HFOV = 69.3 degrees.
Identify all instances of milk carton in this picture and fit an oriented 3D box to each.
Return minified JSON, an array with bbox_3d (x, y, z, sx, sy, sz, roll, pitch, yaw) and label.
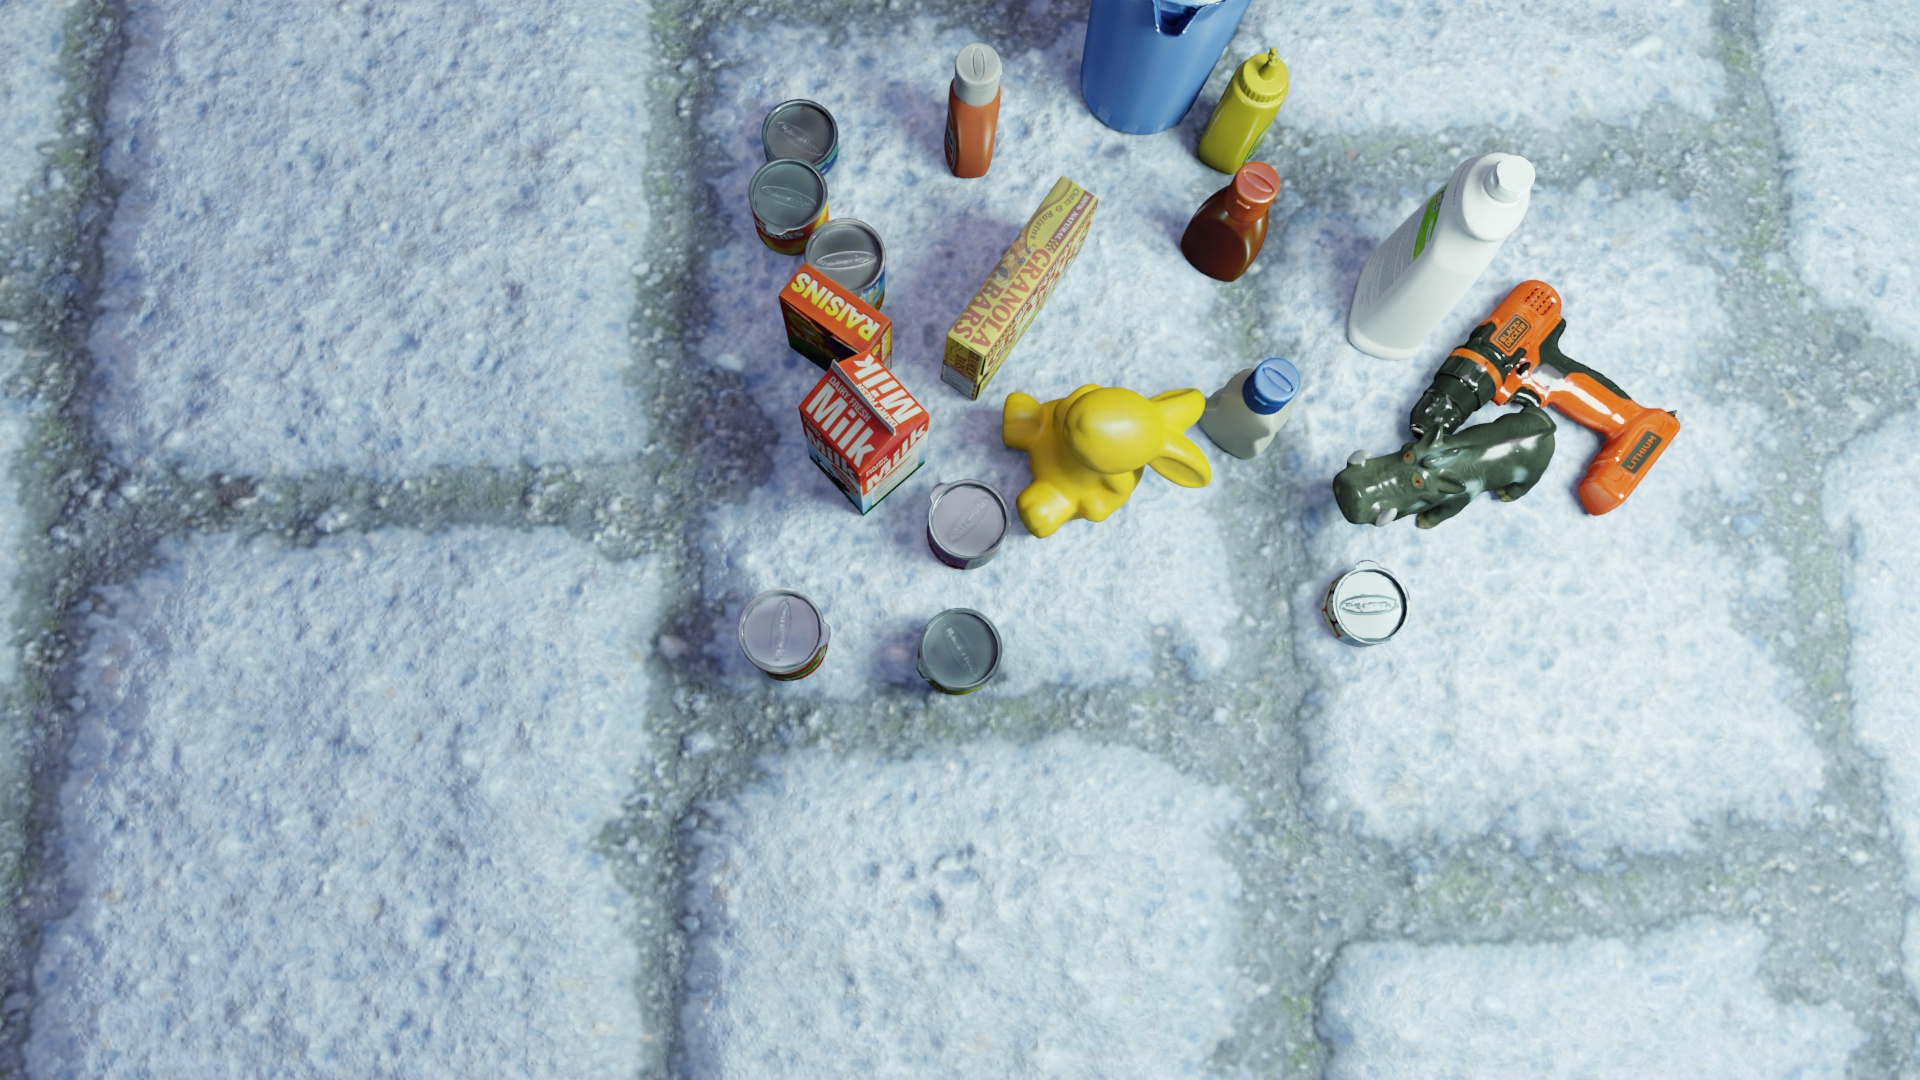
[{"bbox_3d":[-0.074,-0.086,1.085,0.073,0.190,0.072,-41,84,-9],"label":"milk carton"}]

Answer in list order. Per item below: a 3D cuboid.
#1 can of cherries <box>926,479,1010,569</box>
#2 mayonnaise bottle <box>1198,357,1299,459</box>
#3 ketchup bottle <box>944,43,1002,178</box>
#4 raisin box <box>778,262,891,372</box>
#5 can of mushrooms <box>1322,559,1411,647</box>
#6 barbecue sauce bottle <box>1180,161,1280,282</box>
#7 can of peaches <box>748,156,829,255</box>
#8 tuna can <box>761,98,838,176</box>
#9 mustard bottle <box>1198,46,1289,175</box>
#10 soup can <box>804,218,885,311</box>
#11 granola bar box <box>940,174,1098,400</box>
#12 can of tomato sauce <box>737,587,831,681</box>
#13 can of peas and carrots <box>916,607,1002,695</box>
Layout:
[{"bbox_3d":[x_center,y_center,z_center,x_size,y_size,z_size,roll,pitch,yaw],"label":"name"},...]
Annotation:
[{"bbox_3d":[0.004,-0.014,1.143,0.071,0.058,0.071,1,79,-3],"label":"can of cherries"},{"bbox_3d":[0.238,-0.109,1.130,0.065,0.148,0.041,39,80,4],"label":"mayonnaise bottle"},{"bbox_3d":[0.011,-0.363,1.166,0.043,0.148,0.065,-3,80,-4],"label":"ketchup bottle"},{"bbox_3d":[-0.101,-0.169,1.134,0.086,0.123,0.040,35,80,4],"label":"raisin box"},{"bbox_3d":[0.339,0.053,1.162,0.071,0.033,0.071,1,79,-3],"label":"can of mushrooms"},{"bbox_3d":[0.229,-0.267,1.160,0.065,0.148,0.044,35,80,4],"label":"barbecue sauce bottle"},{"bbox_3d":[-0.146,-0.283,1.187,0.071,0.058,0.071,1,79,-3],"label":"can of peaches"},{"bbox_3d":[-0.141,-0.346,1.213,0.071,0.032,0.071,1,79,-3],"label":"tuna can"},{"bbox_3d":[0.245,-0.368,1.175,0.049,0.160,0.065,32,79,3],"label":"mustard bottle"},{"bbox_3d":[-0.096,-0.220,1.165,0.071,0.083,0.071,1,79,-3],"label":"soup can"},{"bbox_3d":[0.047,-0.205,1.150,0.039,0.124,0.166,34,79,3],"label":"granola bar box"},{"bbox_3d":[-0.137,0.076,1.104,0.071,0.083,0.071,1,79,-3],"label":"can of tomato sauce"},{"bbox_3d":[-0.003,0.092,1.121,0.071,0.058,0.071,1,79,-3],"label":"can of peas and carrots"}]
